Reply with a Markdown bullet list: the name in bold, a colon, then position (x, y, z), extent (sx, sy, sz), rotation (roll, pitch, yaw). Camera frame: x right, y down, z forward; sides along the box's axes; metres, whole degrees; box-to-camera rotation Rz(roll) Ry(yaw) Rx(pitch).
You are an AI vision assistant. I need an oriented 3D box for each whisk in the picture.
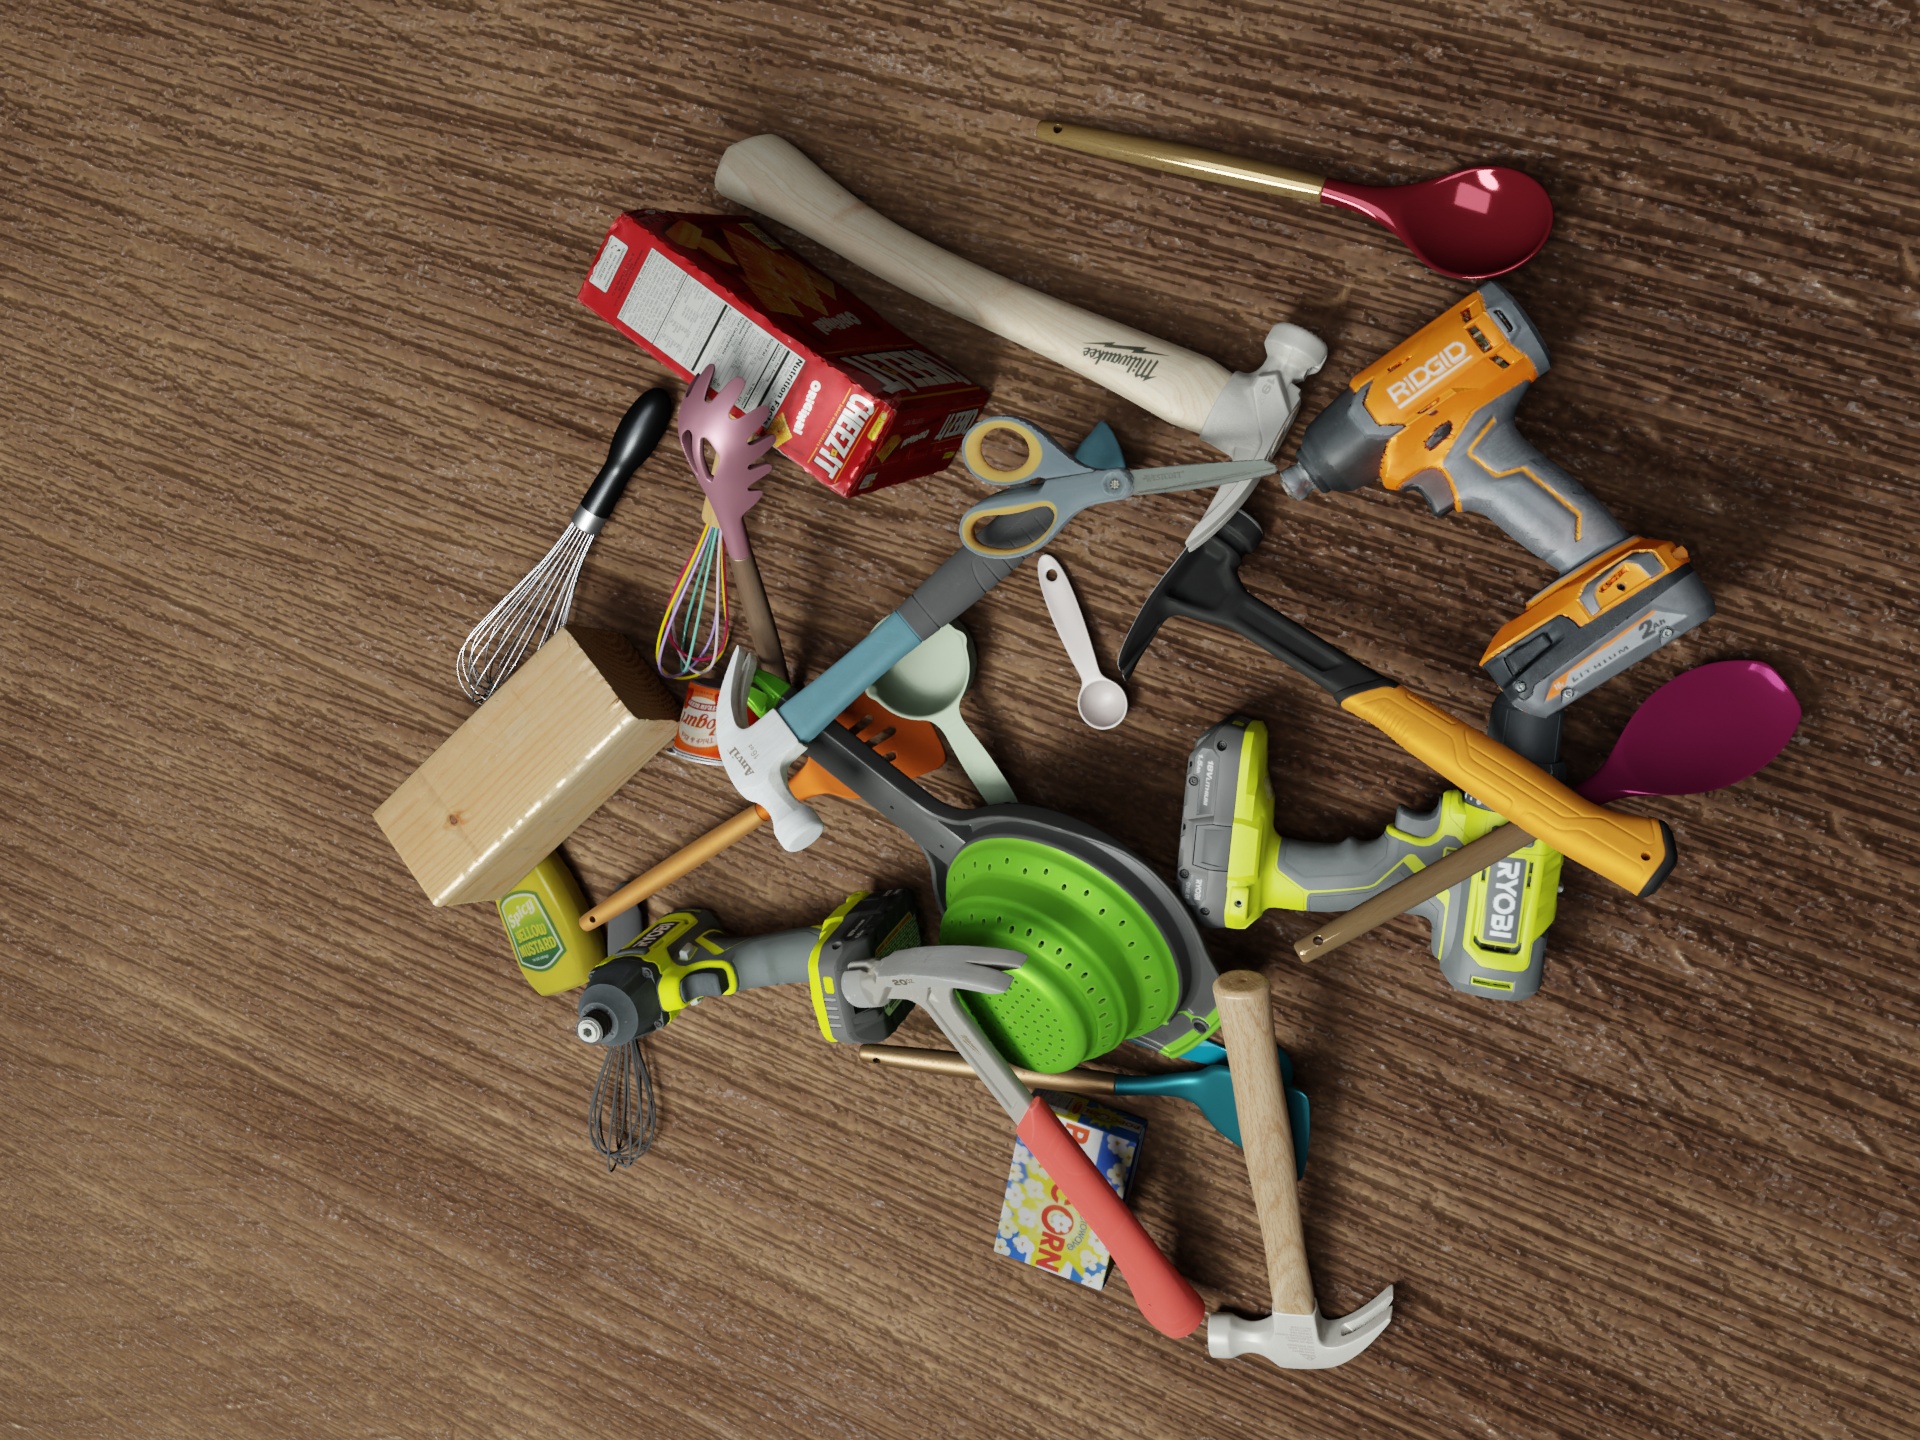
- **whisk**: position (-0.264, 0.241, 1.243), extent (0.055, 0.055, 0.239), rotation (7, 102, 18)
- **whisk**: position (-0.167, -0.121, 1.088), extent (0.047, 0.051, 0.244), rotation (15, 129, -8)
- **whisk**: position (-0.286, -0.122, 1.160), extent (0.070, 0.070, 0.284), rotation (37, 107, 8)

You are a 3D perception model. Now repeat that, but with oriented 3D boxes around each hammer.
- **hammer**: position (0.070, 0.281, 1.037), extent (0.149, 0.037, 0.358), rotation (-10, 123, 45)
- **hammer**: position (0.209, 0.304, 1.048), extent (0.130, 0.031, 0.331), rotation (-3, 118, 19)
- **hammer**: position (-0.021, -0.069, 1.021), extent (0.331, 0.033, 0.128), rotation (-41, 71, 3)
- **hammer**: position (0.255, 0.003, 0.934), extent (0.337, 0.034, 0.127), rotation (35, 83, 22)
- **hammer**: position (0.014, -0.258, 1.005), extent (0.411, 0.038, 0.146), rotation (30, 92, 14)

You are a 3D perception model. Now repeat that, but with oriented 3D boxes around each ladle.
- **ladle**: position (0.191, -0.320, 0.946), extent (0.315, 0.031, 0.069), rotation (19, 86, 17)

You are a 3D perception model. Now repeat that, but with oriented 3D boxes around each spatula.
- **spatula**: position (0.080, 0.255, 1.099), extent (0.317, 0.044, 0.082), rotation (4, 122, 12)
- **spatula**: position (-0.158, 0.076, 1.161), extent (0.322, 0.041, 0.081), rotation (-32, 92, 23)

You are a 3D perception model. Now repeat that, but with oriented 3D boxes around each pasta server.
- **pasta server**: position (-0.132, -0.096, 1.024), extent (0.060, 0.040, 0.316), rotation (29, 153, 23)

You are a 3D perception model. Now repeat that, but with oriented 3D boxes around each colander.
- **colander**: position (-0.013, 0.110, 1.041), extent (0.397, 0.094, 0.204), rotation (38, 142, 5)

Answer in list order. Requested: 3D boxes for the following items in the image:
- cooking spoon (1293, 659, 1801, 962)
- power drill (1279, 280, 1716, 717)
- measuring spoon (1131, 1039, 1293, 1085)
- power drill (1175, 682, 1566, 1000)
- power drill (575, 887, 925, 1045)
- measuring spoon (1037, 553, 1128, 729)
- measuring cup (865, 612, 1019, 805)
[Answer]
- **cooking spoon**: position (0.336, 0.058, 0.923), extent (0.319, 0.017, 0.069), rotation (-29, 73, 3)
- **power drill**: position (0.299, -0.114, 0.910), extent (0.164, 0.084, 0.226), rotation (-35, 78, 17)
- **measuring spoon**: position (0.164, 0.231, 1.094), extent (0.129, 0.021, 0.042), rotation (15, 108, 16)
- **power drill**: position (0.258, 0.062, 0.990), extent (0.228, 0.080, 0.190), rotation (7, 100, 16)
- **power drill**: position (-0.148, 0.180, 1.119), extent (0.223, 0.171, 0.080), rotation (-7, 102, 18)
- **measuring spoon**: position (0.080, -0.054, 1.063), extent (0.034, 0.018, 0.124), rotation (-22, 88, 24)
- **measuring cup**: position (-0.002, -0.003, 1.091), extent (0.083, 0.038, 0.167), rotation (-31, 96, 20)
